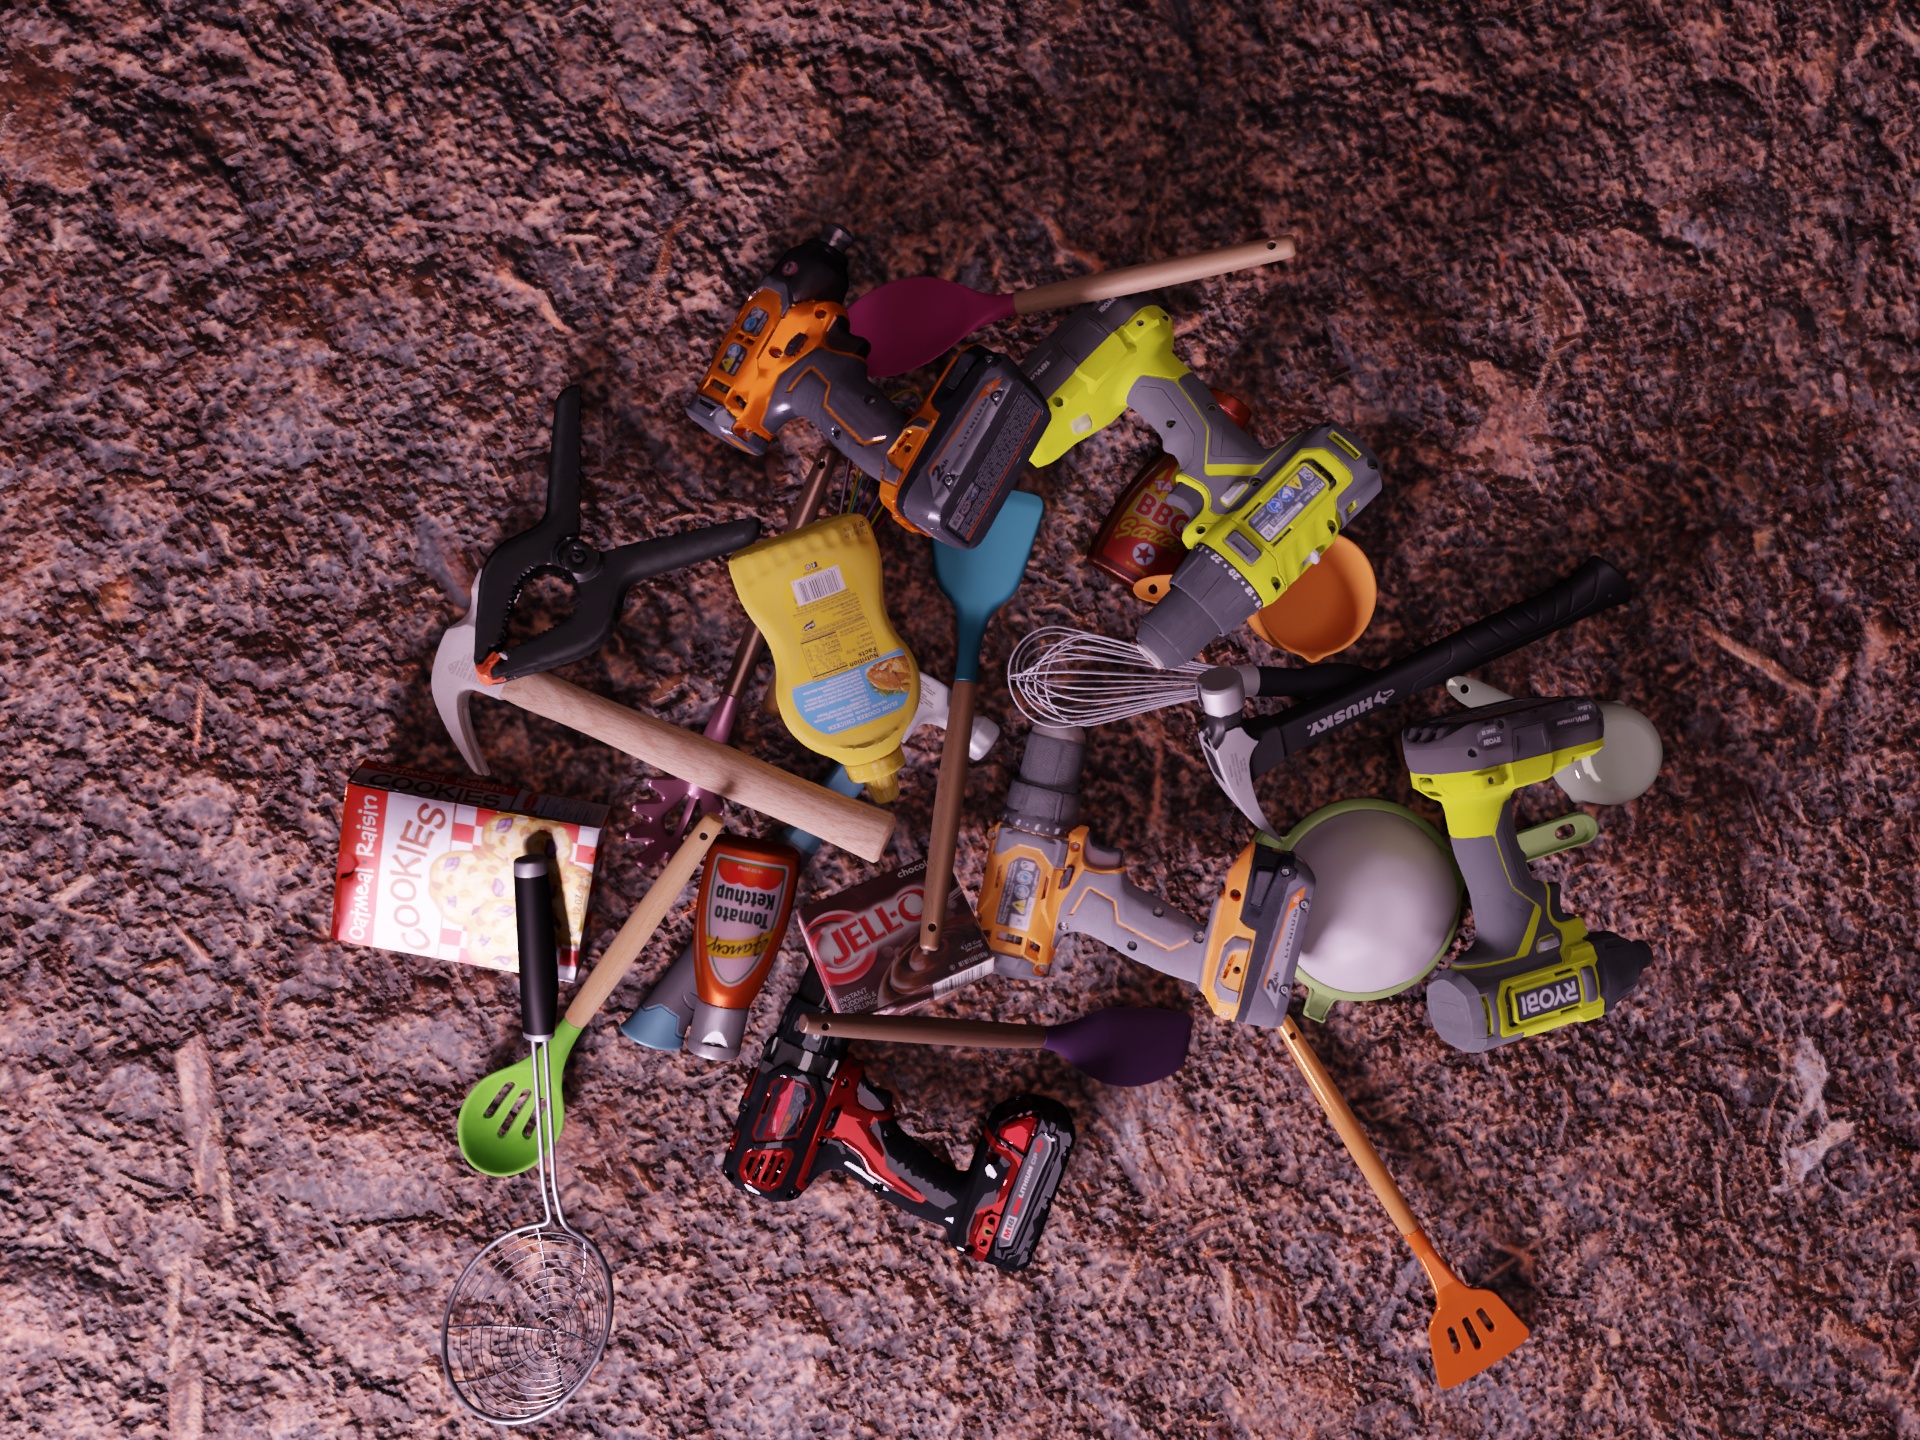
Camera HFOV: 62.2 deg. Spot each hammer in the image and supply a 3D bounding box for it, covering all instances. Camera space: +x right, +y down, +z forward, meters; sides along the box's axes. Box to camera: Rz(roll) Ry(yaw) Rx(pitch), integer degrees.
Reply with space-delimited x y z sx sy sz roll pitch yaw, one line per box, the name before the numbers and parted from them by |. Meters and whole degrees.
hammer | -0.122 0.098 1.118 0.128 0.033 0.331 38 90 -8
hammer | 0.326 -0.031 1.122 0.335 0.035 0.146 -24 125 -8
hammer | -0.202 0.019 1.073 0.331 0.031 0.130 23 87 4

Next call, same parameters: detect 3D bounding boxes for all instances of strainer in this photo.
strainer | 0.347 0.118 1.143 0.256 0.069 0.151 -18 96 -2

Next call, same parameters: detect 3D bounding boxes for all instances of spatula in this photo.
spatula | 0.319 0.356 1.185 0.081 0.041 0.322 -32 92 -2
spatula | 0.033 0.218 1.091 0.315 0.018 0.060 11 93 -30
spatula | -0.002 -0.003 1.081 0.082 0.044 0.318 7 77 0

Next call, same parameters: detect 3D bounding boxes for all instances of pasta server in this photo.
pasta server | -0.150 -0.043 1.103 0.060 0.040 0.316 22 91 4

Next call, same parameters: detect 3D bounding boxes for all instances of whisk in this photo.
whisk | 0.169 -0.030 1.114 0.284 0.070 0.070 1 95 -16
whisk | -0.082 -0.116 1.099 0.047 0.051 0.245 24 91 16

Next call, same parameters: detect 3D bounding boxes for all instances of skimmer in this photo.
skimmer | -0.290 0.274 1.046 0.127 0.090 0.363 4 101 21

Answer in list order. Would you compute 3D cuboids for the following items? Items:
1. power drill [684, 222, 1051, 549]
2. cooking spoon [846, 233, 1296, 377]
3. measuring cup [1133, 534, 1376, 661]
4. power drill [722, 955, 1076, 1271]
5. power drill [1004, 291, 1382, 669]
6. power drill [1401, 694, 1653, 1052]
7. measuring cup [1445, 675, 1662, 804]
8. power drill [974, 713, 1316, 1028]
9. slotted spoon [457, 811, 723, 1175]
power drill | -0.057 -0.224 1.038 0.227 0.084 0.164 30 92 25
cooking spoon | 0.061 -0.279 1.049 0.319 0.017 0.069 -7 78 21
measuring cup | 0.201 -0.091 1.119 0.173 0.052 0.095 1 95 -7
power drill | -0.036 0.269 1.120 0.226 0.080 0.188 21 86 -2
power drill | 0.135 -0.163 1.055 0.190 0.080 0.229 -45 73 0
power drill | 0.393 0.100 1.098 0.171 0.080 0.223 -12 94 -20
measuring cup | 0.433 0.006 1.157 0.167 0.038 0.083 24 92 -6
power drill | 0.128 0.105 1.105 0.226 0.084 0.185 13 93 10
slotted spoon | -0.248 0.186 1.085 0.070 0.031 0.313 33 105 -11
